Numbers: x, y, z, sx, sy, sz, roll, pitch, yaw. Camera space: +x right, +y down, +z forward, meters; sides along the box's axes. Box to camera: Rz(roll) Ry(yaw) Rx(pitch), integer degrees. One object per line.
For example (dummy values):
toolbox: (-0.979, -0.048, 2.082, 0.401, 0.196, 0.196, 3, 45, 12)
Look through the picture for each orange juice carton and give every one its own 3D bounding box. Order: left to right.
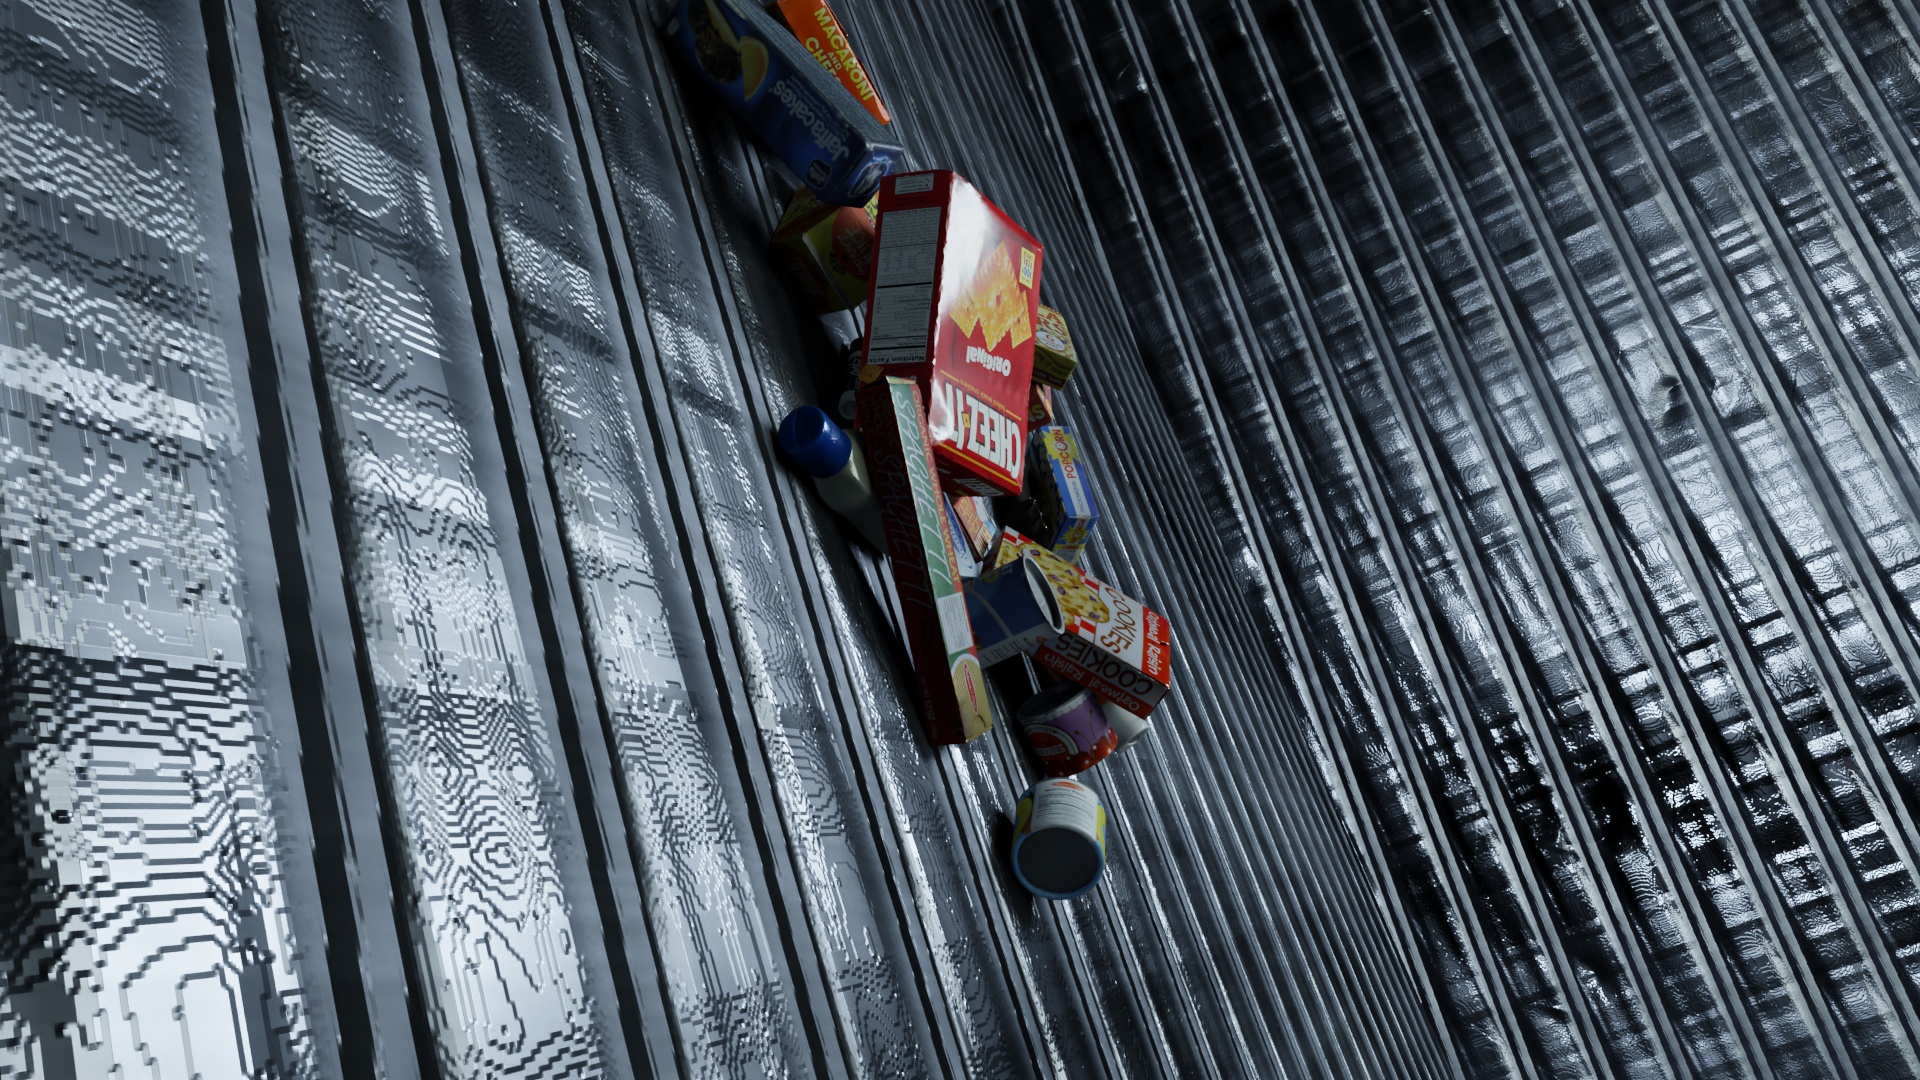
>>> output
orange juice carton: (-0.098, -0.247, 1.133, 0.071, 0.073, 0.193, 58, 17, -25)

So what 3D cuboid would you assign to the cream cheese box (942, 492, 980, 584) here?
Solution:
cream cheese box: (-0.020, -0.012, 1.113, 0.104, 0.024, 0.053, 68, 17, 12)

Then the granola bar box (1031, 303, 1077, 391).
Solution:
granola bar box: (0.031, -0.223, 1.407, 0.165, 0.039, 0.125, 20, 28, -17)

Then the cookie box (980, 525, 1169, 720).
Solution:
cookie box: (0.094, 0.065, 1.145, 0.167, 0.040, 0.123, 30, 24, -5)

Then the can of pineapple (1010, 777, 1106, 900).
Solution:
can of pineapple: (0.069, 0.212, 0.981, 0.071, 0.071, 0.058, 60, 16, -16)

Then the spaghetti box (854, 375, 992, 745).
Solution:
spaghetti box: (-0.024, 0.013, 0.945, 0.050, 0.028, 0.250, -10, 87, -67)

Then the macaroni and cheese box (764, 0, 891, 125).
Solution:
macaroni and cheese box: (-0.130, -0.389, 1.161, 0.123, 0.040, 0.166, 58, -15, -21)

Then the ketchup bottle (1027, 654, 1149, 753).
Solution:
ketchup bottle: (0.099, 0.115, 1.189, 0.149, 0.043, 0.064, 50, 10, 20)

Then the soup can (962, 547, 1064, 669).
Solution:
soup can: (0.026, 0.054, 1.047, 0.071, 0.083, 0.072, 57, 17, -27)

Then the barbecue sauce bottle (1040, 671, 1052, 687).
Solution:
barbecue sauce bottle: (0.089, 0.095, 1.268, 0.064, 0.043, 0.149, 53, 19, -51)

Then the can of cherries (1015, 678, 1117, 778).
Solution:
can of cherries: (0.085, 0.153, 1.128, 0.058, 0.071, 0.072, 63, 15, -9)

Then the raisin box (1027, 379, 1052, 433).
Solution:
raisin box: (0.049, -0.145, 1.433, 0.040, 0.086, 0.124, 60, 16, -25)

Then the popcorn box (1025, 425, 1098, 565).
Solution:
popcorn box: (0.101, -0.047, 1.458, 0.084, 0.038, 0.127, 110, -27, -49)

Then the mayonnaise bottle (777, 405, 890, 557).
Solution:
mayonnaise bottle: (-0.072, -0.043, 0.956, 0.147, 0.041, 0.065, 43, 33, -54)

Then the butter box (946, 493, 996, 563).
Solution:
butter box: (0.004, -0.015, 1.197, 0.053, 0.024, 0.104, 62, 15, -11)
